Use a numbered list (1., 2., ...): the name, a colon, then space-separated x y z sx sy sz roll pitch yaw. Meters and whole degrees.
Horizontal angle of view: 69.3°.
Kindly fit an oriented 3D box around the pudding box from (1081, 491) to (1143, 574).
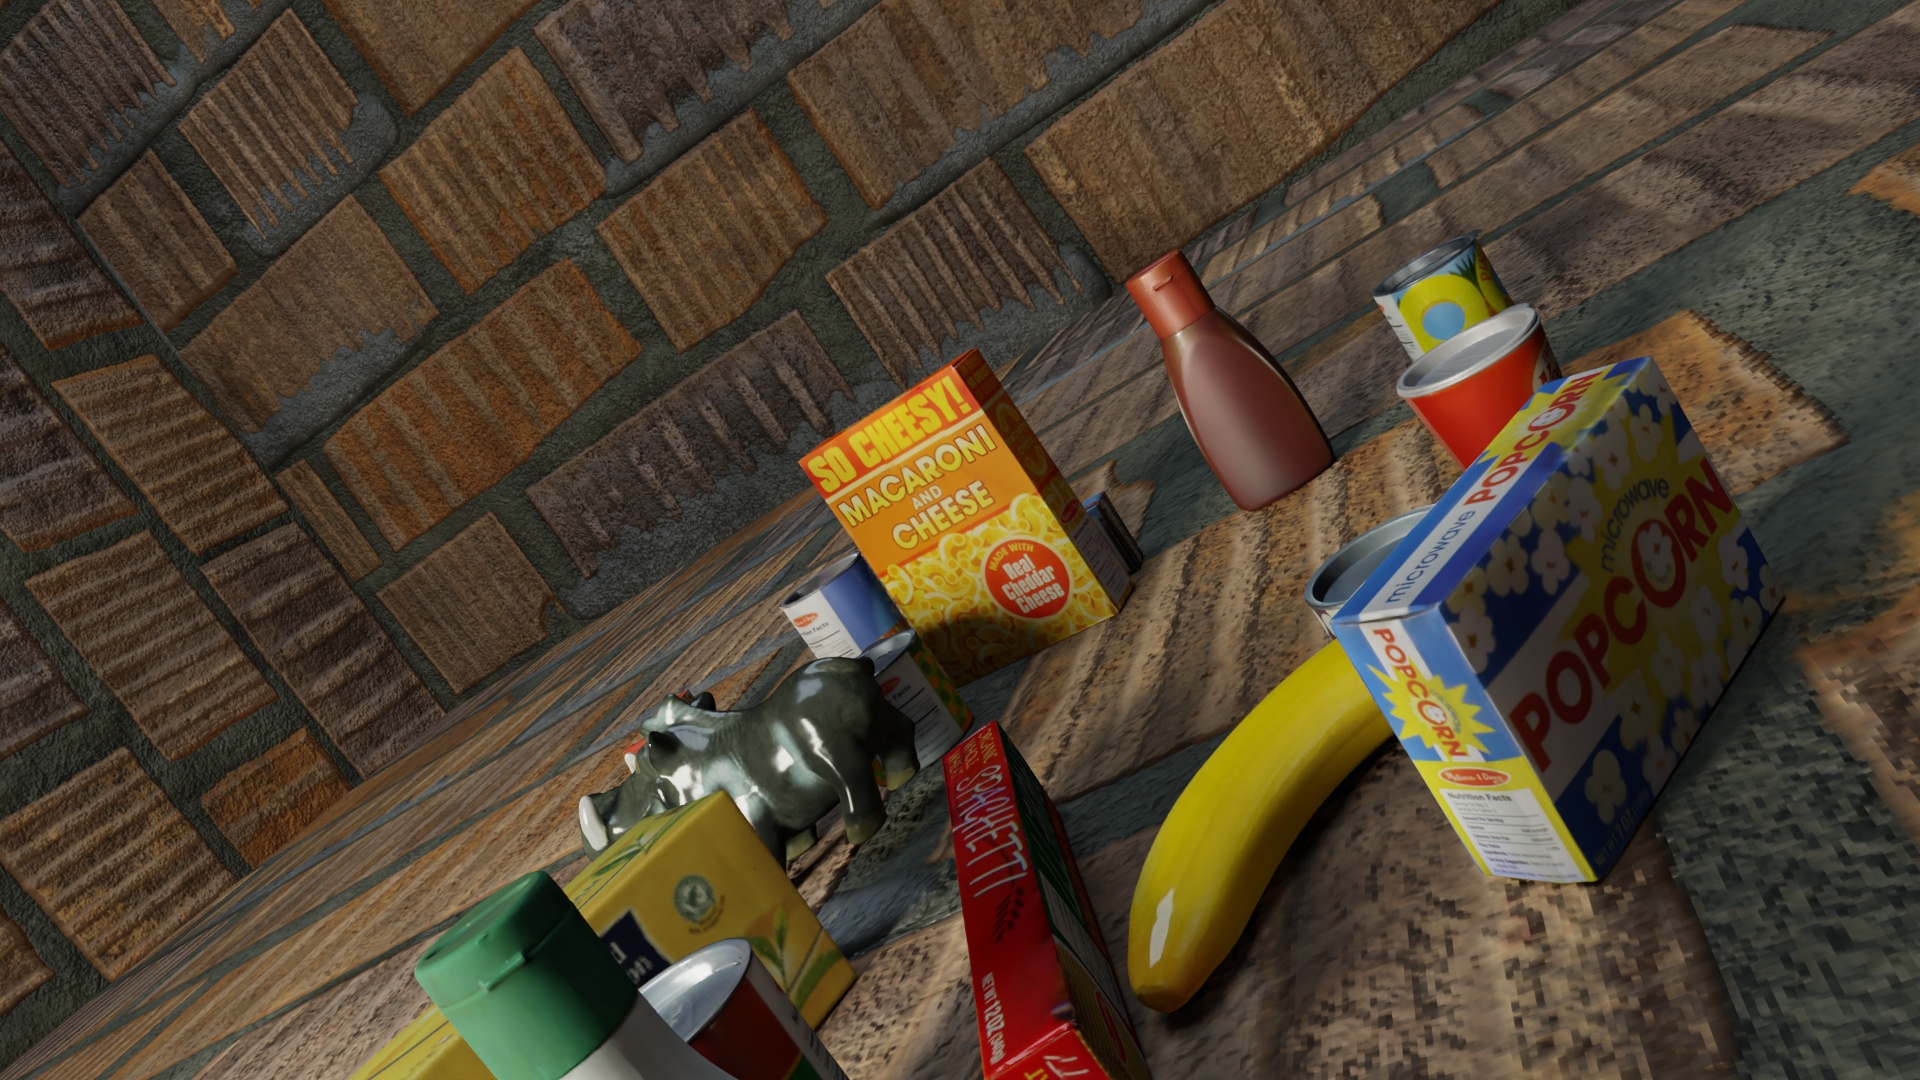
1. pudding box: 0.063 0.012 0.845 0.083 0.049 0.030 -30 10 20

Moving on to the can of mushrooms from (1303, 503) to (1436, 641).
1. can of mushrooms: 0.168 0.018 0.522 0.071 0.033 0.071 -33 10 6

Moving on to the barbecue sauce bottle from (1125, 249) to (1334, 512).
1. barbecue sauce bottle: 0.147 -0.092 0.782 0.065 0.148 0.044 -32 10 13

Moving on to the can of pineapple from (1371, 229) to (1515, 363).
1. can of pineapple: 0.289 -0.140 0.821 0.071 0.058 0.071 -33 10 6

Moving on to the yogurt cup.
1. yogurt cup: 0.240 -0.064 0.626 0.072 0.054 0.072 -33 10 6

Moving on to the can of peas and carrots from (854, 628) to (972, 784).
1. can of peas and carrots: -0.036 0.090 0.760 0.071 0.058 0.071 -33 10 6

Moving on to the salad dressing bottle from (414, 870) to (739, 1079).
1. salad dressing bottle: -0.071 0.148 0.335 0.064 0.147 0.044 -37 10 -16

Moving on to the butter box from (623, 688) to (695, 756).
1. butter box: -0.215 0.155 1.047 0.024 0.053 0.104 -32 10 13

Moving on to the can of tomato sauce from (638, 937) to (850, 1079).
1. can of tomato sauce: -0.066 0.170 0.400 0.071 0.083 0.071 -33 10 6

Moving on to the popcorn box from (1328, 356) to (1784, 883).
1. popcorn box: 0.165 0.018 0.377 0.127 0.085 0.038 -40 11 -31

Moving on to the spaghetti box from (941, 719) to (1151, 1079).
1. spaghetti box: 0.023 0.120 0.452 0.028 0.050 0.250 -34 10 3

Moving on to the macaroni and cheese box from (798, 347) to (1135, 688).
1. macaroni and cheese box: 0.003 -0.010 0.803 0.123 0.166 0.040 -28 11 31

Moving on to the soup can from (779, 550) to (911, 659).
1. soup can: -0.072 0.059 0.958 0.071 0.083 0.071 -33 10 6
